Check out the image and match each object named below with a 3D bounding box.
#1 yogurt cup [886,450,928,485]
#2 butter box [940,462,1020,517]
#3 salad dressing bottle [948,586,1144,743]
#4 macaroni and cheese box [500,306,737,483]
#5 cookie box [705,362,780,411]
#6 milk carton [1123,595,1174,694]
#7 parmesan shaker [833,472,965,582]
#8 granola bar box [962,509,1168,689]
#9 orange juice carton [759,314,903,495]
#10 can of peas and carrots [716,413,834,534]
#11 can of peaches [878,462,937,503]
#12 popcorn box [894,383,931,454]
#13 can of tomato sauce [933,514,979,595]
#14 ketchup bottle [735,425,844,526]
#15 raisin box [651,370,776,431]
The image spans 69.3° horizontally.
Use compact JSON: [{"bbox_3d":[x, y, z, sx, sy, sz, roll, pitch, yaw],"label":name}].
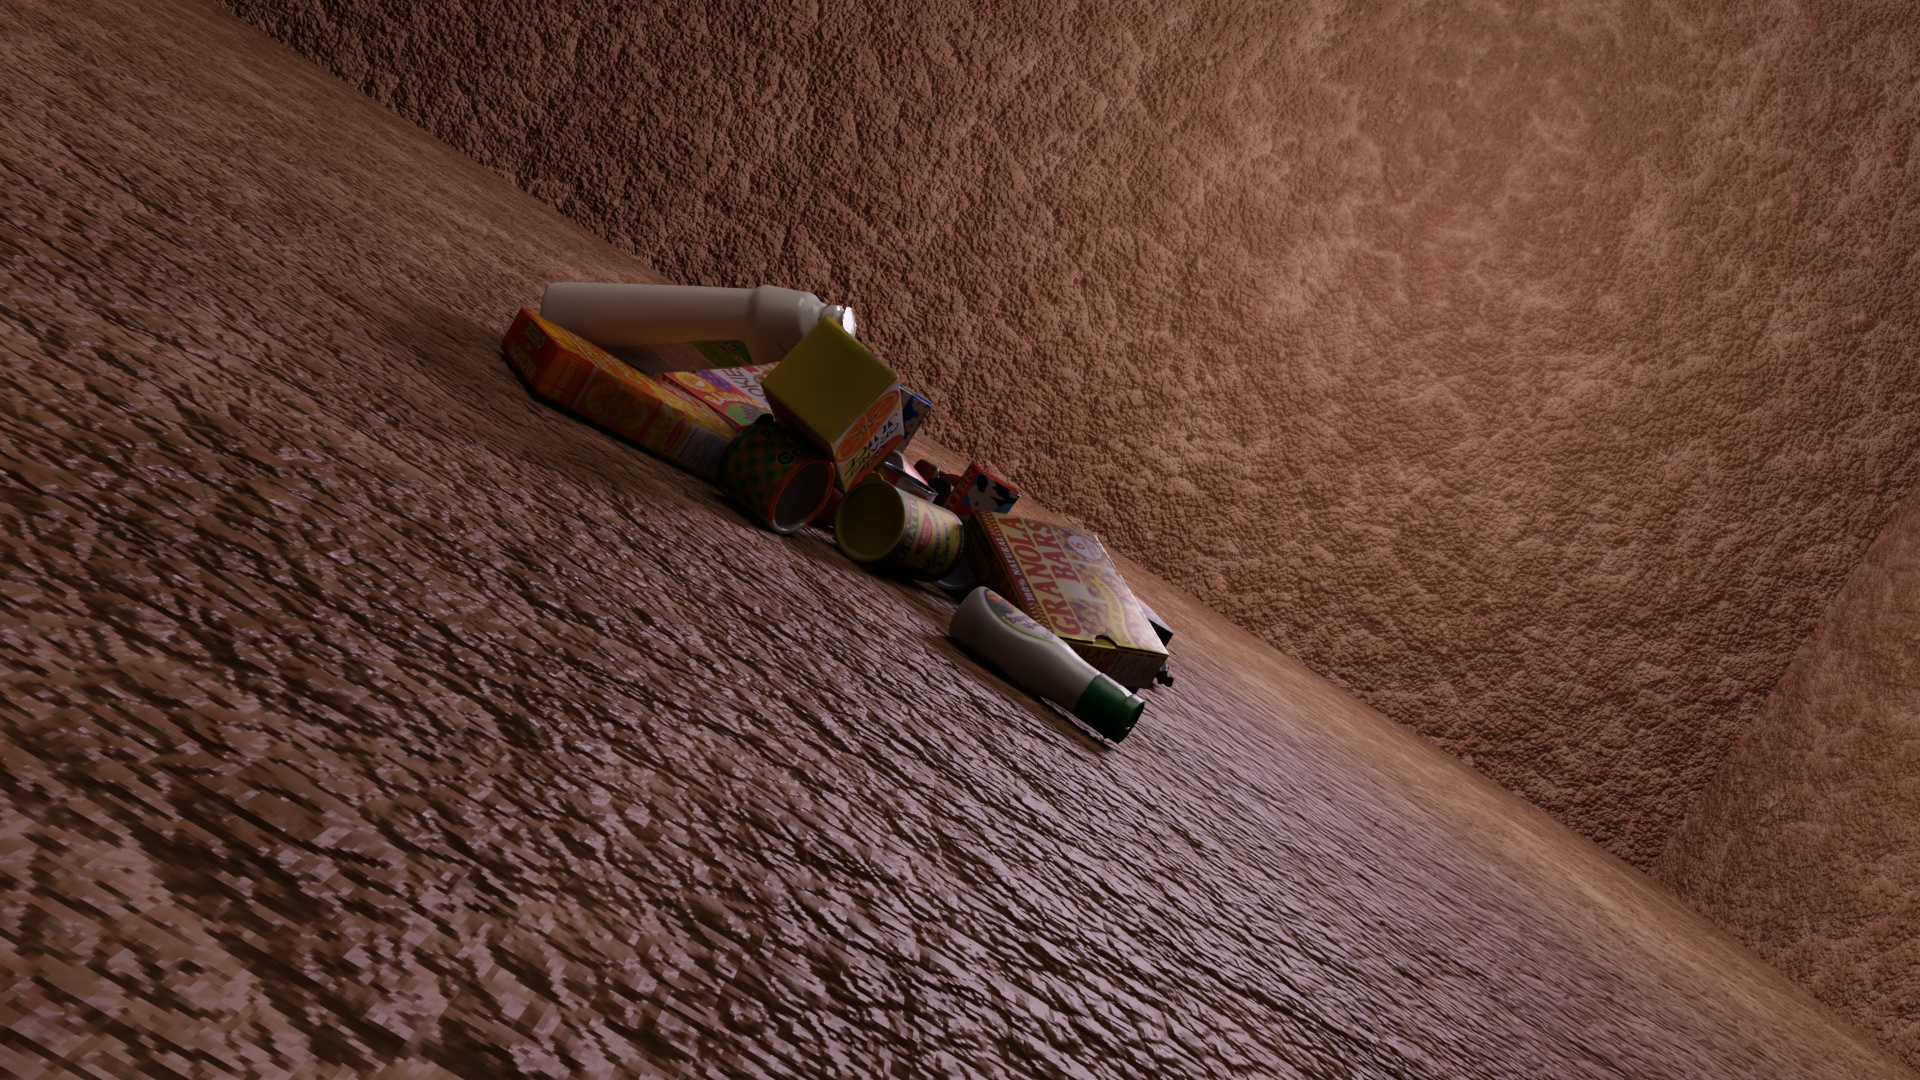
[{"bbox_3d":[-0.068,-0.052,1.417,0.054,0.072,0.072,37,0,-42],"label":"yogurt cup"},{"bbox_3d":[0.005,-0.016,1.293,0.053,0.103,0.024,30,9,-29],"label":"butter box"},{"bbox_3d":[0.062,0.090,0.995,0.148,0.044,0.064,34,9,19],"label":"salad dressing bottle"},{"bbox_3d":[-0.253,-0.107,1.047,0.166,0.040,0.124,28,6,-36],"label":"macaroni and cheese box"},{"bbox_3d":[-0.181,-0.134,1.355,0.123,0.040,0.168,34,29,31],"label":"cookie box"},{"bbox_3d":[0.133,0.079,1.296,0.072,0.073,0.191,31,6,-6],"label":"milk carton"},{"bbox_3d":[-0.047,-0.009,1.123,0.071,0.071,0.103,35,7,30],"label":"parmesan shaker"},{"bbox_3d":[0.081,0.045,1.129,0.124,0.039,0.166,11,32,-28],"label":"granola bar box"},{"bbox_3d":[-0.094,-0.094,1.075,0.072,0.073,0.192,41,-10,8],"label":"orange juice carton"},{"bbox_3d":[-0.134,-0.048,1.016,0.059,0.071,0.071,35,6,25],"label":"can of peas and carrots"},{"bbox_3d":[-0.065,-0.037,1.335,0.071,0.058,0.071,30,6,-3],"label":"can of peaches"},{"bbox_3d":[-0.098,-0.112,1.453,0.085,0.126,0.038,30,8,-13],"label":"popcorn box"},{"bbox_3d":[0.012,0.017,1.239,0.071,0.071,0.083,34,6,27],"label":"can of tomato sauce"},{"bbox_3d":[-0.124,-0.043,1.151,0.148,0.043,0.065,28,10,-32],"label":"ketchup bottle"},{"bbox_3d":[-0.208,-0.106,1.214,0.123,0.040,0.086,34,17,22],"label":"raisin box"}]
